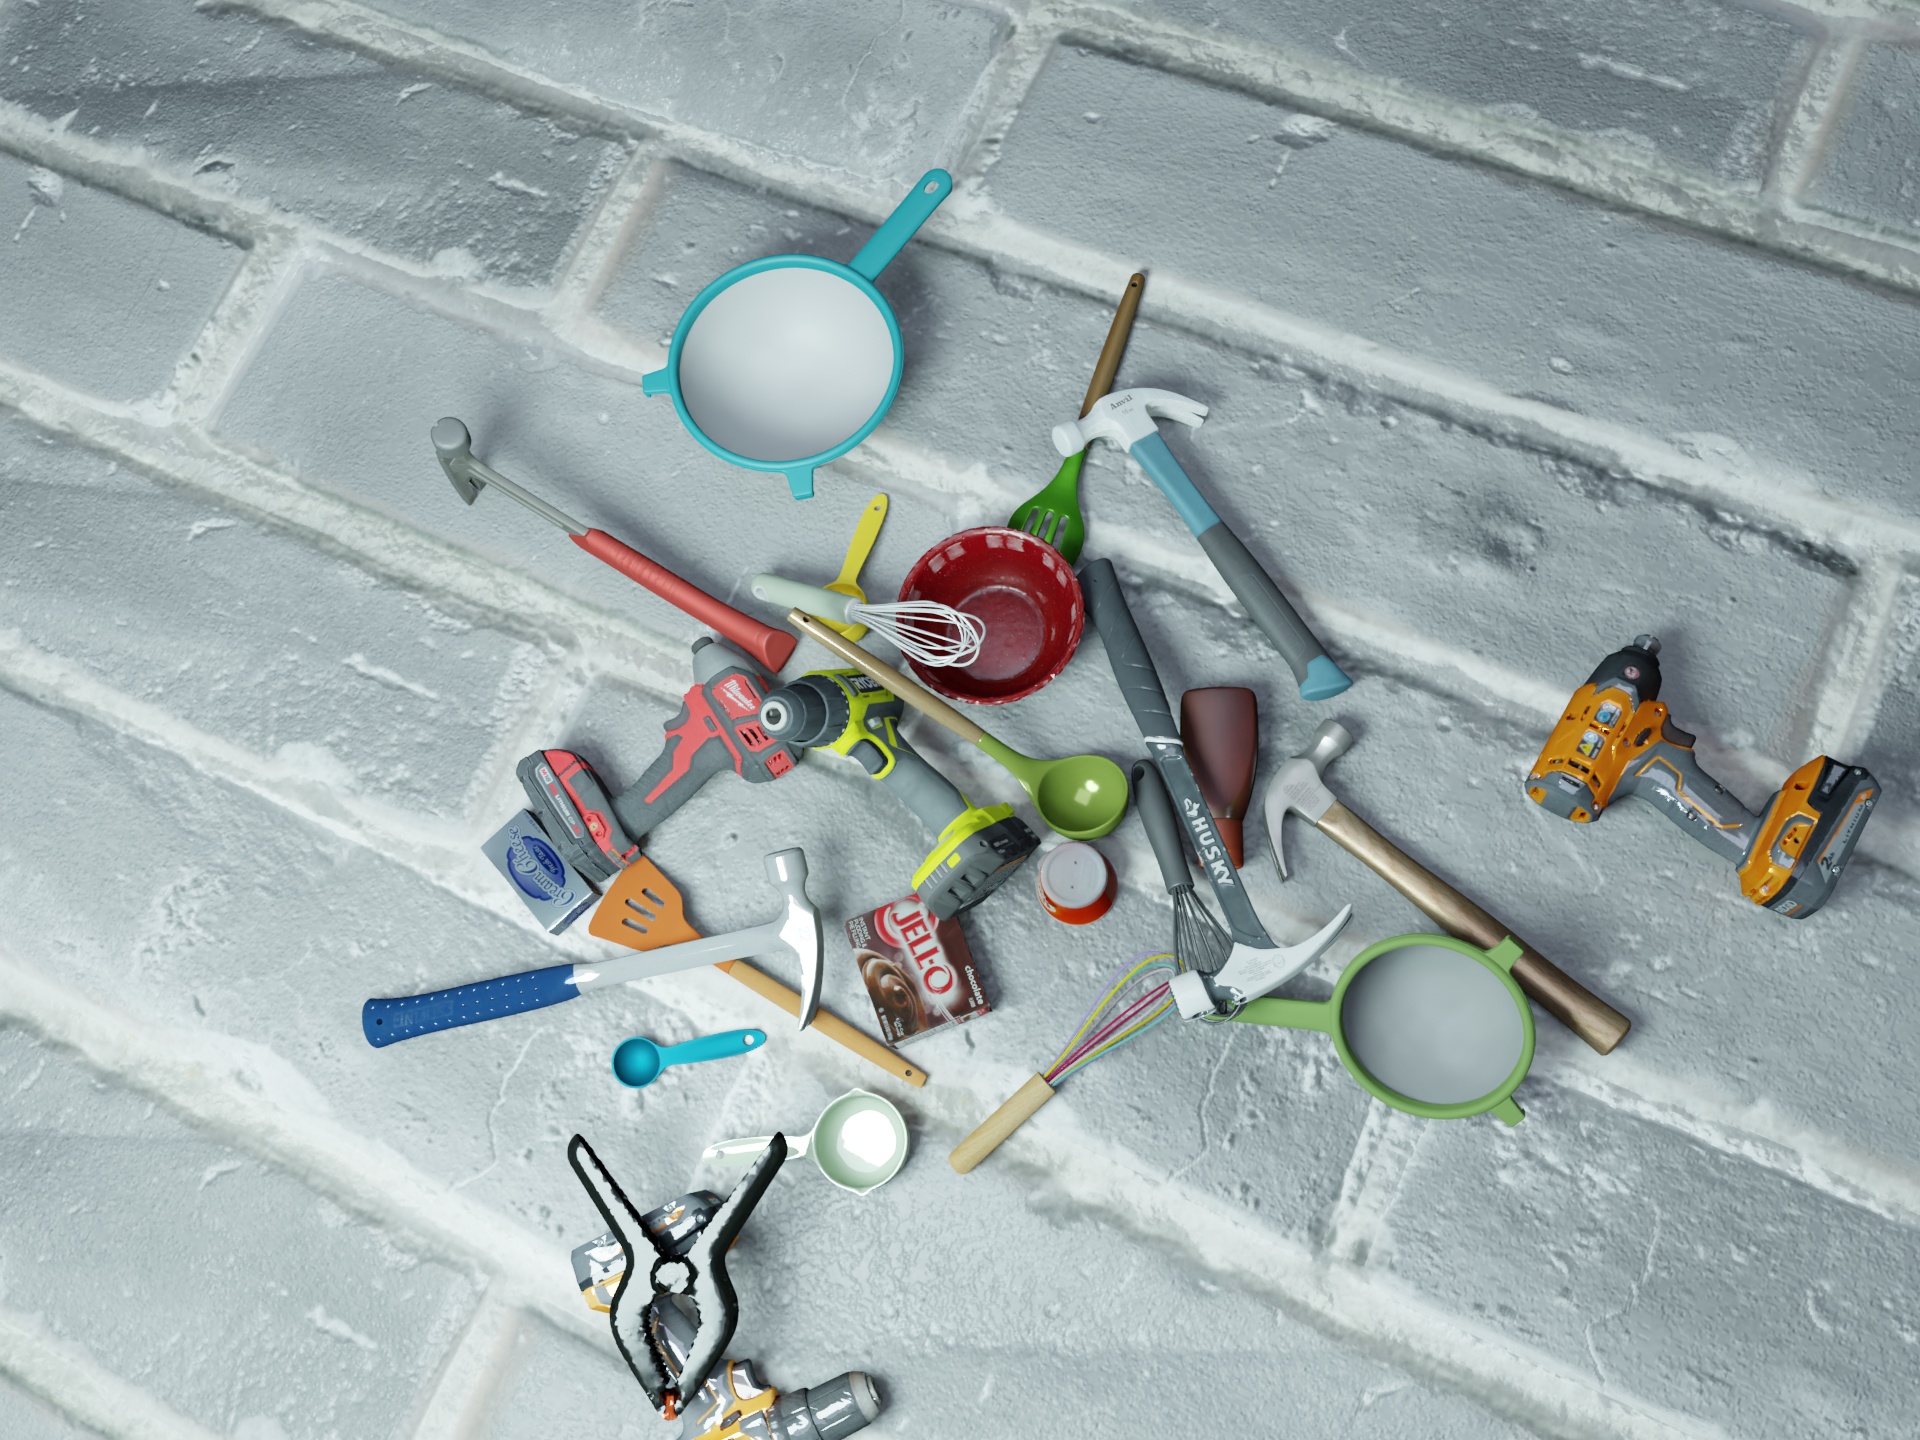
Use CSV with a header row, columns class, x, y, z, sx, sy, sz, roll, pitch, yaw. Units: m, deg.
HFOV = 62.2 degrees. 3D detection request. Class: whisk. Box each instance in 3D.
class,x,y,z,sx,sy,sz,roll,pitch,yaw
whisk,-0.083,-0.092,1.348,0.246,0.057,0.059,17,50,32
whisk,0.178,0.132,1.277,0.055,0.055,0.239,-17,59,3
whisk,0.088,0.276,1.267,0.245,0.047,0.051,-42,61,-1

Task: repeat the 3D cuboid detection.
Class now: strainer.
class,x,y,z,sx,sy,sz,roll,pitch,yaw
strainer,-0.113,-0.356,1.451,0.211,0.095,0.340,35,79,13
strainer,0.317,0.223,1.242,0.256,0.069,0.151,1,105,26

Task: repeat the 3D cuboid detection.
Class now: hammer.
class,x,y,z,sx,sy,sz,roll,pitch,yaw
hammer,0.175,0.032,1.277,0.149,0.036,0.409,-22,59,4
hammer,0.382,0.147,1.267,0.331,0.031,0.130,40,82,16
hammer,-0.307,-0.145,1.420,0.359,0.149,0.037,31,76,3
hammer,0.221,-0.152,1.367,0.128,0.033,0.331,-30,75,-15
hammer,-0.304,0.217,1.314,0.405,0.035,0.144,-14,88,11

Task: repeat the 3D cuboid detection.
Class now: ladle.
class,x,y,z,sx,sy,sz,roll,pitch,yaw
ladle,-0.002,-0.004,1.301,0.320,0.062,0.078,33,64,-6

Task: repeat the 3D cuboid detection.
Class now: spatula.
class,x,y,z,sx,sy,sz,roll,pitch,yaw
spatula,-0.167,0.218,1.327,0.323,0.041,0.081,29,78,11

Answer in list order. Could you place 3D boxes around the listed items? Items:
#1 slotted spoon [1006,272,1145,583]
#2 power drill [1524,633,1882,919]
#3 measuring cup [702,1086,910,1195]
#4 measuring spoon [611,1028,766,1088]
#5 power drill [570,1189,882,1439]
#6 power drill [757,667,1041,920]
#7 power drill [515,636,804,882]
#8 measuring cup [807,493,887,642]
class,x,y,z,sx,sy,sz,roll,pitch,yaw
slotted spoon,0.112,-0.268,1.429,0.070,0.031,0.314,17,75,10
power drill,0.584,0.038,1.248,0.226,0.084,0.164,28,79,18
measuring cup,-0.122,0.342,1.276,0.167,0.038,0.083,-7,73,8
measuring spoon,-0.225,0.275,1.323,0.128,0.021,0.042,-10,82,-5
power drill,-0.181,0.479,1.223,0.185,0.084,0.226,-25,76,-3
power drill,-0.055,0.048,1.277,0.228,0.190,0.080,47,107,12
power drill,-0.258,0.028,1.366,0.219,0.078,0.143,-33,69,-6
measuring cup,-0.091,-0.133,1.421,0.062,0.029,0.157,8,62,23
